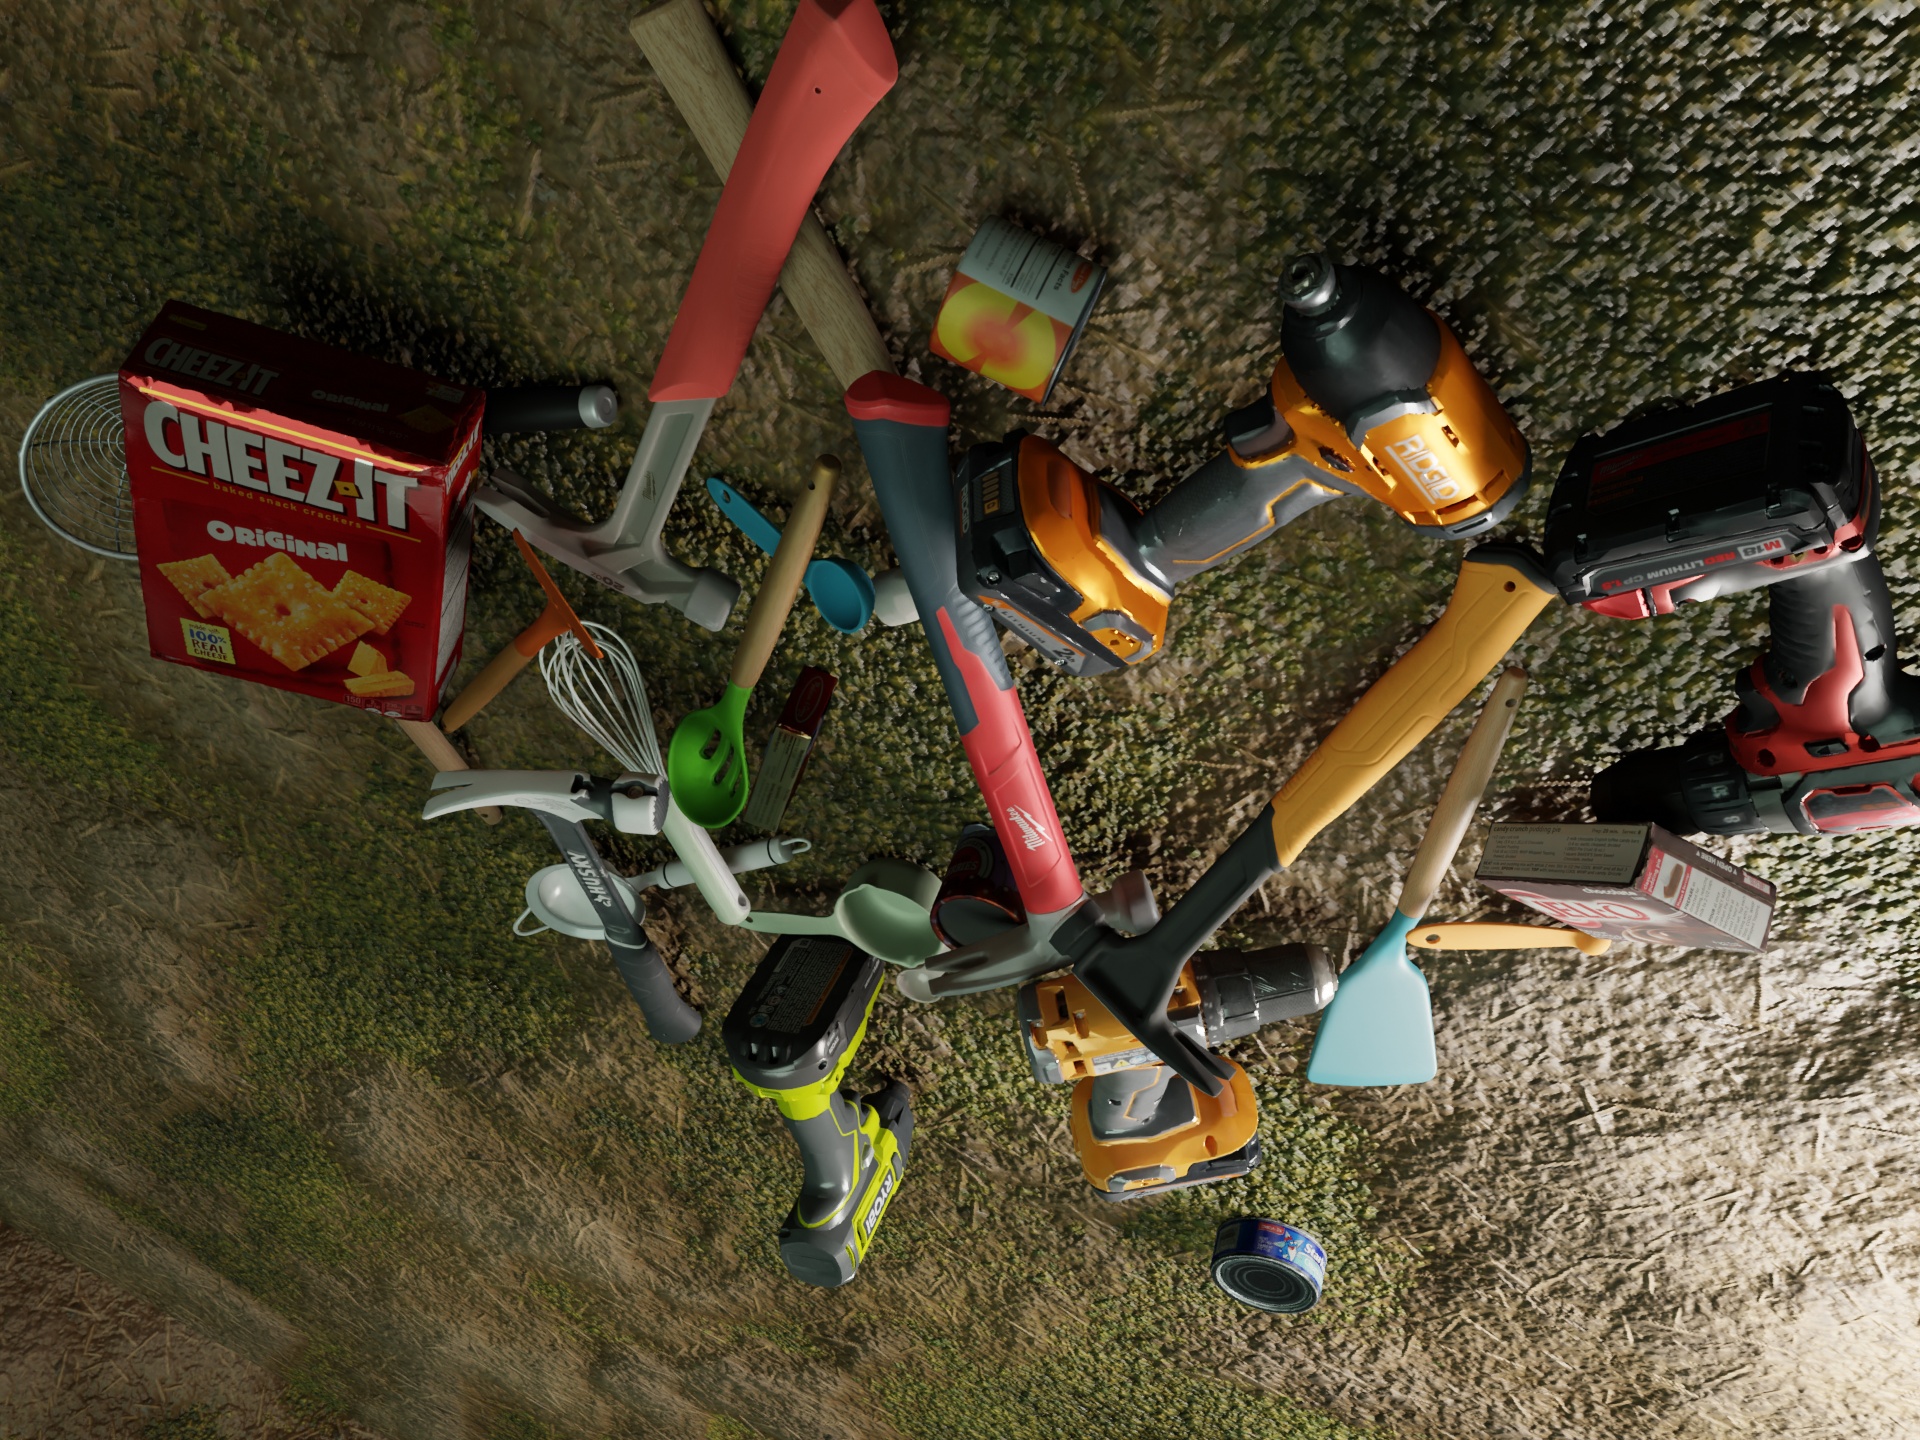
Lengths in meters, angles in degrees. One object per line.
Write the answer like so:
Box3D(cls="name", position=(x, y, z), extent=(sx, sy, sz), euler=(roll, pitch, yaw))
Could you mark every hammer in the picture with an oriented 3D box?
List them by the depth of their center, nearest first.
Box3D(cls="hammer", position=(-0.125, -0.184, 0.743), extent=(0.149, 0.037, 0.359), euler=(29, 138, -6))
Box3D(cls="hammer", position=(-0.053, -0.184, 0.760), extent=(0.130, 0.031, 0.331), euler=(-9, 127, 32))
Box3D(cls="hammer", position=(0.181, 0.048, 0.805), extent=(0.127, 0.034, 0.336), euler=(45, 121, 14))
Box3D(cls="hammer", position=(-0.001, -0.003, 0.837), extent=(0.143, 0.038, 0.385), euler=(-19, 127, 2))
Box3D(cls="hammer", position=(-0.240, 0.140, 1.093), extent=(0.149, 0.036, 0.408), euler=(5, 149, 5))

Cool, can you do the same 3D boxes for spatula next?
Box3D(cls="spatula", position=(0.262, 0.096, 0.884), extent=(0.082, 0.044, 0.317), euler=(1, 134, -5))
Box3D(cls="spatula", position=(-0.277, -0.035, 0.960), extent=(0.081, 0.041, 0.322), euler=(57, 145, -5))
Box3D(cls="spatula", position=(-0.378, -0.024, 1.037), extent=(0.060, 0.018, 0.315), euler=(-5, 142, 15))

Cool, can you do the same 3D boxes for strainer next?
Box3D(cls="strainer", position=(-0.210, 0.109, 1.116), extent=(0.258, 0.050, 0.086), euler=(-14, 133, 28))

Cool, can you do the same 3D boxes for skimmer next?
Box3D(cls="skimmer", position=(-0.362, -0.147, 0.893), extent=(0.363, 0.090, 0.127), euler=(2, 141, 22))

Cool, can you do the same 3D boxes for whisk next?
Box3D(cls="whisk", position=(-0.194, 0.038, 1.016), extent=(0.059, 0.058, 0.246), euler=(-18, 121, 12))

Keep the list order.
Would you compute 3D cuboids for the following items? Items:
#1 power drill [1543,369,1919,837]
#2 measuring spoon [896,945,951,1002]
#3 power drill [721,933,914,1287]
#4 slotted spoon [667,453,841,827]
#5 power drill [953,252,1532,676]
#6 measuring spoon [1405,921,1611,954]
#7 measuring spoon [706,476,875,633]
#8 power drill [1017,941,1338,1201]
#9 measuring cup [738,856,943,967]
Box3D(cls="power drill", position=(0.340, -0.027, 0.705), extent=(0.188, 0.080, 0.226), euler=(-15, 129, 43))
Box3D(cls="measuring spoon", position=(-0.007, 0.153, 1.089), extent=(0.034, 0.018, 0.124), euler=(31, 130, -6))
Box3D(cls="power drill", position=(-0.089, 0.265, 1.133), extent=(0.080, 0.171, 0.223), euler=(4, 125, 21))
Box3D(cls="slotted spoon", position=(-0.113, -0.037, 0.883), extent=(0.070, 0.031, 0.313), euler=(52, 143, 17))
Box3D(cls="power drill", position=(0.108, -0.109, 0.683), extent=(0.226, 0.084, 0.164), euler=(-21, 145, 30))
Box3D(cls="measuring spoon", position=(0.306, 0.123, 0.887), extent=(0.117, 0.011, 0.021), euler=(2, 130, -3))
Box3D(cls="measuring spoon", position=(-0.088, -0.095, 0.852), extent=(0.129, 0.021, 0.042), euler=(42, 142, 22))
Box3D(cls="power drill", position=(0.142, 0.213, 0.991), extent=(0.185, 0.084, 0.226), euler=(-13, 141, 4))
Box3D(cls="measuring cup", position=(-0.081, 0.125, 1.075), extent=(0.167, 0.038, 0.083), euler=(-2, 131, 29))
